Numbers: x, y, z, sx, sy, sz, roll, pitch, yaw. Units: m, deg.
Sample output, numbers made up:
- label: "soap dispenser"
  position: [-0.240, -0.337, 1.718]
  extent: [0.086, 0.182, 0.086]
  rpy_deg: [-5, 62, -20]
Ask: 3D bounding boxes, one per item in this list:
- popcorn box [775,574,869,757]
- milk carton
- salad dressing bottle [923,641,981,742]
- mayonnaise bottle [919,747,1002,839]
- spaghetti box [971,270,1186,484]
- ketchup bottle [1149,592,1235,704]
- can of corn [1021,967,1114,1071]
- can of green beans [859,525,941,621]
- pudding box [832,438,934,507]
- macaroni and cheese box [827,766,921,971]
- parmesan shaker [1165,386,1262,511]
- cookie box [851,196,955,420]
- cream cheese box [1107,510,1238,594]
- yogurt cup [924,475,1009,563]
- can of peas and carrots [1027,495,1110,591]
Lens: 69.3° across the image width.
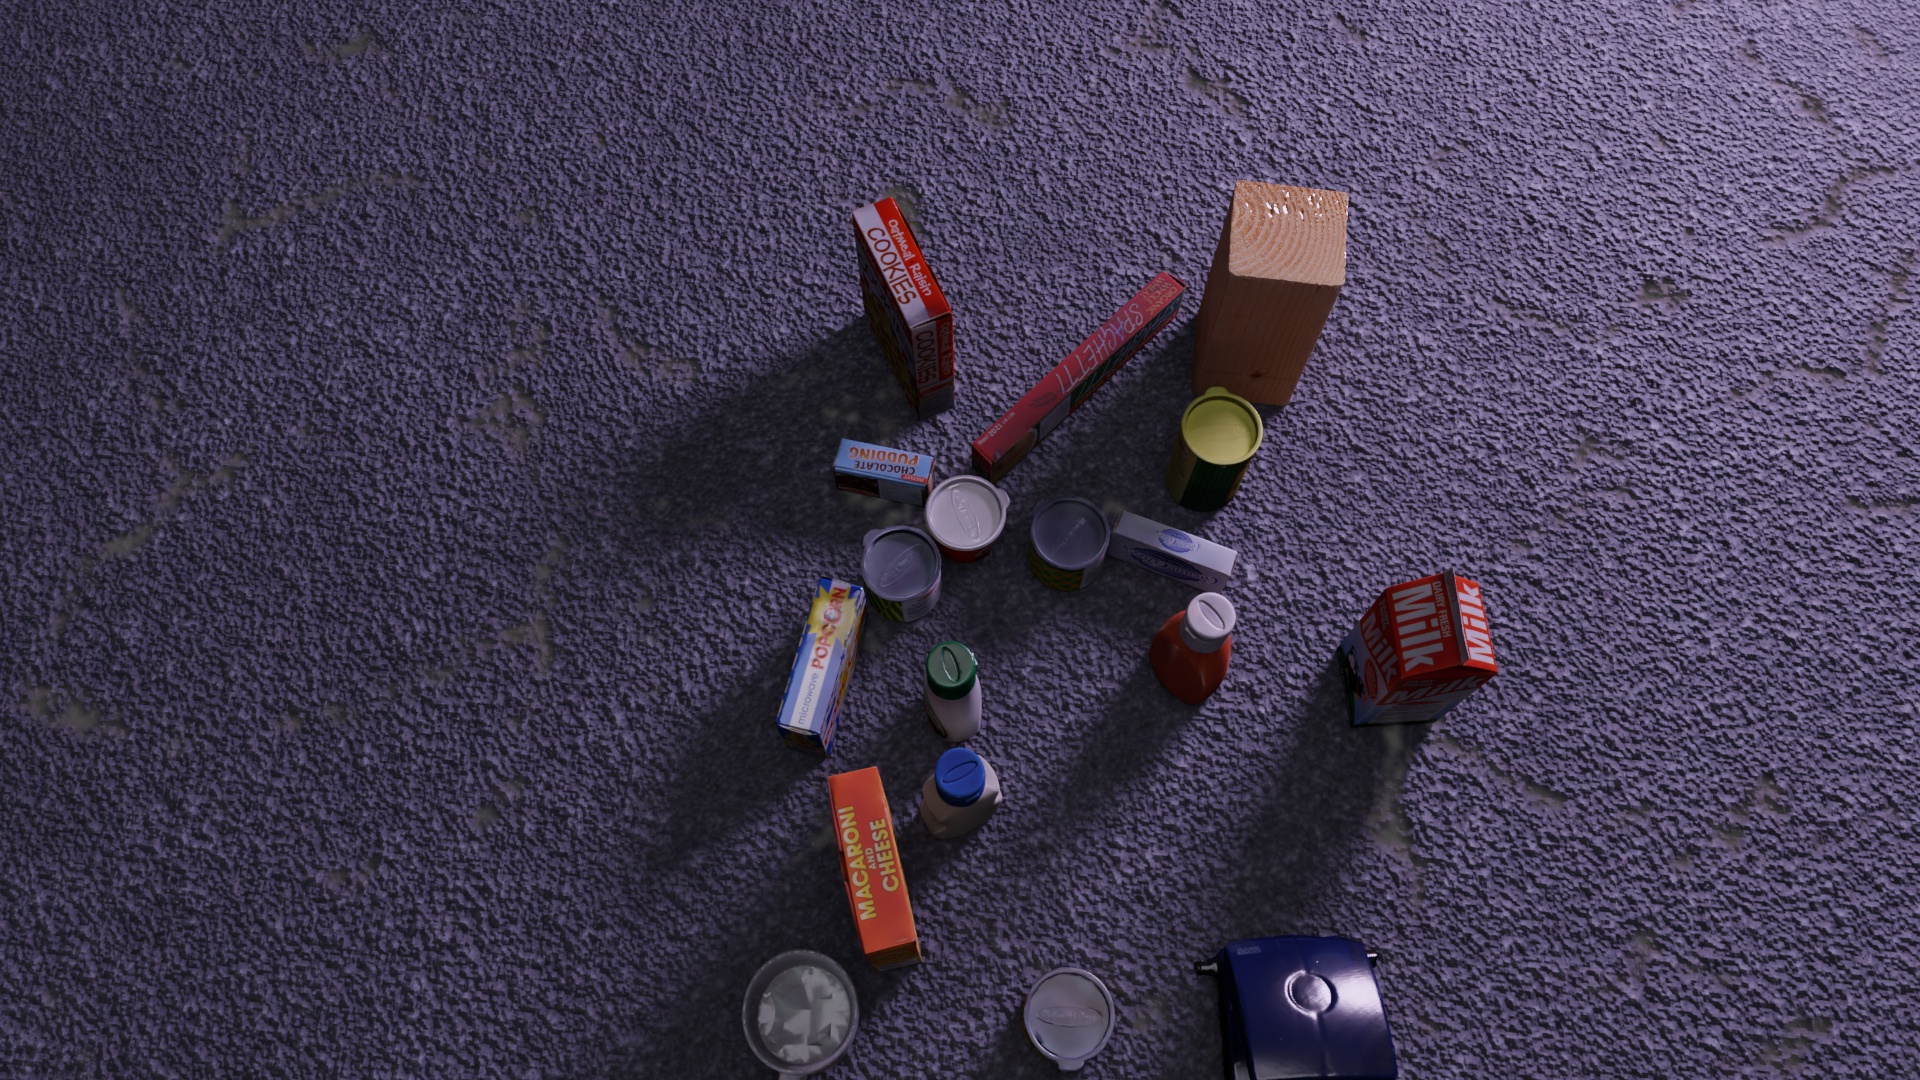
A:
- label: "popcorn box"
  position: [-0.109, 0.103, 1.114]
  extent: [0.038, 0.085, 0.127]
  rpy_deg: [13, 69, 5]
- label: "milk carton"
  position: [0.351, 0.085, 1.063]
  extent: [0.073, 0.190, 0.072]
  rpy_deg: [-3, 69, -1]
- label: "salad dressing bottle"
  position: [-0.007, 0.115, 1.075]
  extent: [0.044, 0.147, 0.064]
  rpy_deg: [-18, 70, -7]
- label: "mayonnaise bottle"
  position: [0.000, 0.189, 1.045]
  extent: [0.065, 0.147, 0.041]
  rpy_deg: [-27, 71, -10]
- label: "spaghetti box"
  position: [0.106, -0.146, 1.230]
  extent: [0.029, 0.050, 0.251]
  rpy_deg: [43, 74, 15]
- label: "ketchup bottle"
  position: [0.184, 0.082, 1.087]
  extent: [0.043, 0.148, 0.065]
  rpy_deg: [-36, 73, -12]
- label: "can of corn"
  position: [0.078, 0.355, 1.027]
  extent: [0.071, 0.058, 0.071]
  rpy_deg: [0, 69, 0]
- label: "can of green beans"
  position: [-0.049, 0.028, 1.158]
  extent: [0.071, 0.057, 0.071]
  rpy_deg: [0, 69, 0]
- label: "pudding box"
  position: [-0.065, -0.058, 1.196]
  extent: [0.084, 0.049, 0.030]
  rpy_deg: [11, 69, 5]
- label: "macaroni and cheese box"
  position: [-0.062, 0.244, 1.014]
  extent: [0.040, 0.166, 0.124]
  rpy_deg: [-13, 69, -5]
- label: "parmesan shaker"
  position: [0.212, -0.075, 1.174]
  extent: [0.071, 0.102, 0.071]
  rpy_deg: [0, 69, 0]
- label: "cookie box"
  position: [-0.046, -0.195, 1.188]
  extent: [0.040, 0.167, 0.123]
  rpy_deg: [-23, 70, -8]
- label: "cream cheese box"
  position: [0.177, 0.011, 1.166]
  extent: [0.104, 0.053, 0.024]
  rpy_deg: [21, 70, 8]
- label: "yogurt cup"
  position: [0.004, -0.015, 1.177]
  extent: [0.072, 0.053, 0.072]
  rpy_deg: [0, 69, 0]
- label: "can of peas and carrots"
  position: [0.088, 0.002, 1.167]
  extent: [0.071, 0.058, 0.071]
  rpy_deg: [0, 69, 0]
